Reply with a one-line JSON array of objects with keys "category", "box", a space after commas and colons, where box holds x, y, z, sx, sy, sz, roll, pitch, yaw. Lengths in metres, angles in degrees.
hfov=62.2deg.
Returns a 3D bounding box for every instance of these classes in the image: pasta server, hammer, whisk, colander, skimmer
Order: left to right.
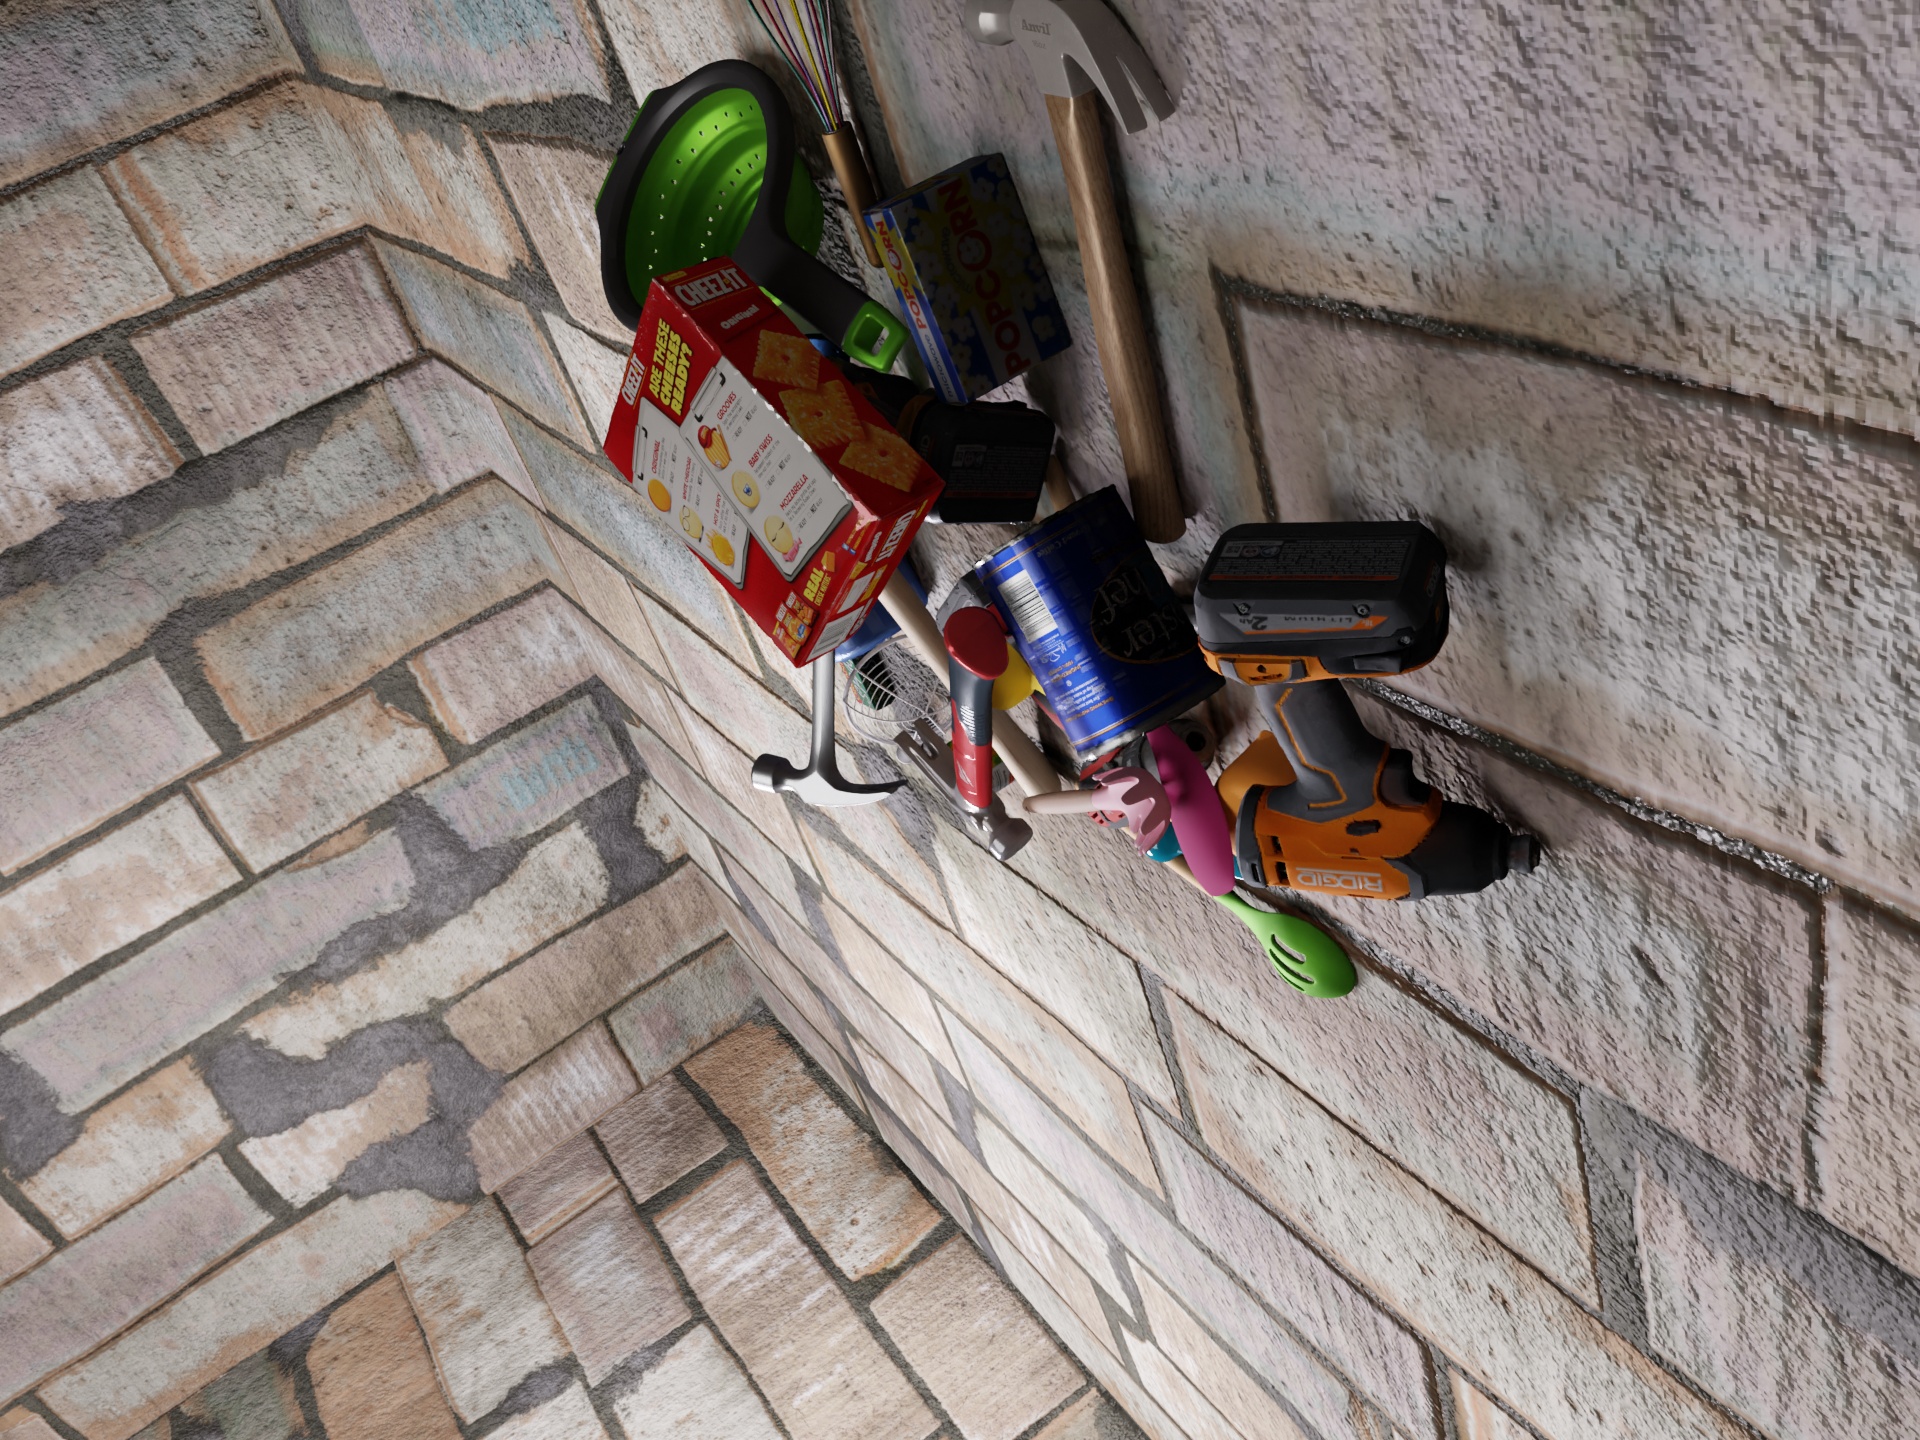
[{"category": "colander", "box": [-0.123, -0.322, 1.113, 0.094, 0.204, 0.398, 15, -158, -46]}, {"category": "whisk", "box": [-0.091, -0.412, 1.052, 0.047, 0.051, 0.244, 28, 150, 45]}, {"category": "hammer", "box": [-0.109, -0.116, 1.337, 0.144, 0.035, 0.405, 12, 112, 23]}, {"category": "skimmer", "box": [-0.053, -0.012, 1.547, 0.363, 0.127, 0.090, 128, 121, -82]}, {"category": "hammer", "box": [-0.023, -0.060, 1.274, 0.410, 0.038, 0.146, 52, -168, -35]}, {"category": "hammer", "box": [-0.002, -0.004, 1.166, 0.143, 0.038, 0.386, 47, 167, 15]}, {"category": "pasta server", "box": [0.087, 0.062, 1.157, 0.060, 0.040, 0.316, 59, 166, -4]}, {"category": "hammer", "box": [0.087, -0.241, 0.895, 0.130, 0.031, 0.331, 37, 153, 48]}]

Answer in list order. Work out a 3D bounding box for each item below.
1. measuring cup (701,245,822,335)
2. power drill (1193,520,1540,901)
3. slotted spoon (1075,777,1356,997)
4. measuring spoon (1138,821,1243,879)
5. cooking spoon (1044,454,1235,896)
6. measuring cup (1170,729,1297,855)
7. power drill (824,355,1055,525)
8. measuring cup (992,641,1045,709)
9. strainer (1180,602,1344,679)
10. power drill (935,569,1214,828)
[{"category": "measuring cup", "box": [-0.165, -0.357, 1.335, 0.168, 0.038, 0.083, 50, 160, 27]}, {"category": "power drill", "box": [0.218, 0.007, 0.848, 0.164, 0.084, 0.226, 3, 131, 27]}, {"category": "slotted spoon", "box": [0.185, 0.122, 1.239, 0.314, 0.031, 0.070, 39, 147, 47]}, {"category": "measuring spoon", "box": [0.176, 0.098, 1.209, 0.129, 0.021, 0.042, 19, 101, 55]}, {"category": "cooking spoon", "box": [0.114, -0.033, 1.060, 0.319, 0.017, 0.068, 70, 158, 11]}, {"category": "measuring cup", "box": [0.181, 0.066, 1.056, 0.173, 0.052, 0.095, -17, 108, 55]}, {"category": "power drill", "box": [-0.040, -0.205, 1.114, 0.226, 0.185, 0.084, 27, 113, 35]}, {"category": "measuring cup", "box": [0.053, -0.014, 1.116, 0.157, 0.029, 0.062, 35, 155, 45]}, {"category": "strainer", "box": [0.174, -0.056, 0.966, 0.086, 0.050, 0.258, 48, 169, -20]}, {"category": "power drill", "box": [0.090, -0.027, 1.167, 0.227, 0.080, 0.188, 53, 161, 4]}]
